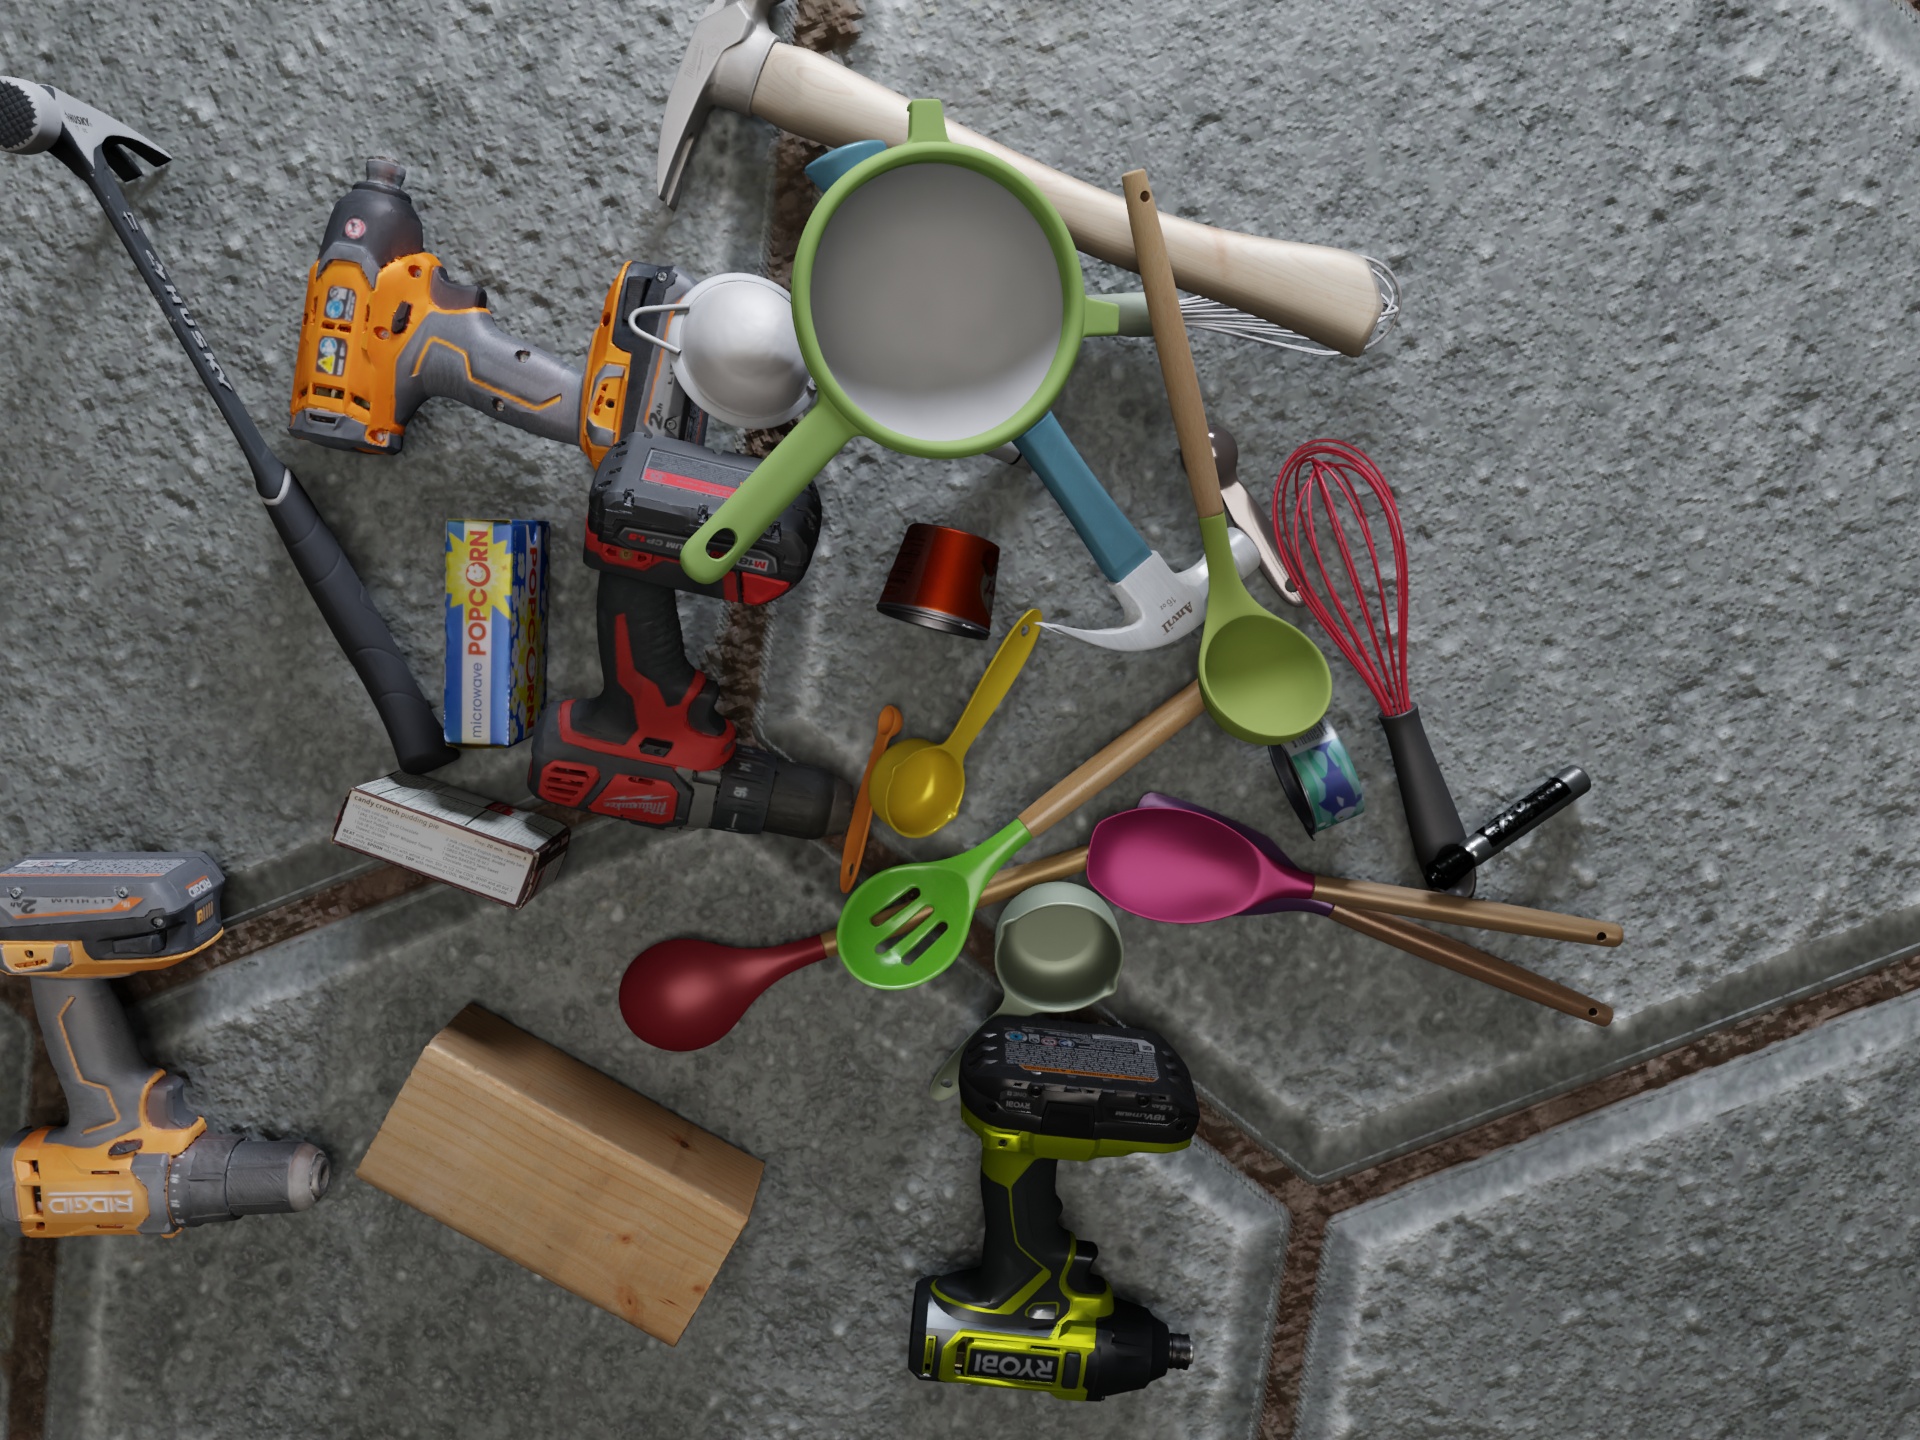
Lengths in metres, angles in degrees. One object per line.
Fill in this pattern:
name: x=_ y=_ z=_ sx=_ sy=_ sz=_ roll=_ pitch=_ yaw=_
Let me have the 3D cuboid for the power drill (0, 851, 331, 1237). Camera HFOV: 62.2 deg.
power drill: x=-0.471 y=0.195 z=0.931 sx=0.185 sy=0.084 sz=0.226 roll=0 pitch=100 yaw=-1

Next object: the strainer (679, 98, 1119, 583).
strainer: x=-0.053 y=-0.168 z=0.797 sx=0.151 sy=0.069 sz=0.256 roll=43 pitch=85 yaw=-20

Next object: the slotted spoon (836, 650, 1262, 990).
slotted spoon: x=0.060 y=0.049 z=0.934 sx=0.314 sy=0.031 sz=0.070 roll=-37 pitch=76 yaw=-4

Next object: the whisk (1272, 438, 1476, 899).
whisk: x=0.249 y=-0.023 z=0.930 sx=0.073 sy=0.073 sz=0.295 roll=-21 pitch=102 yaw=1

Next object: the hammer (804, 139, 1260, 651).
hammer: x=0.031 y=-0.175 z=0.877 sx=0.128 sy=0.033 sz=0.330 roll=-41 pitch=107 yaw=-10

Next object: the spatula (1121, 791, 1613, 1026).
spatula: x=0.247 y=0.124 z=0.962 sx=0.316 sy=0.018 sz=0.060 roll=21 pitch=95 yaw=-2

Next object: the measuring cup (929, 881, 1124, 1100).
measuring cup: x=0.031 y=0.164 z=0.959 sx=0.083 sy=0.038 sz=0.167 roll=32 pitch=112 yaw=-15

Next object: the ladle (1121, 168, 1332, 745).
ladle: x=0.137 y=-0.137 z=0.864 sx=0.078 sy=0.062 sz=0.320 roll=-22 pitch=108 yaw=-21

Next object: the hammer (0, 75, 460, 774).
hammer: x=-0.391 y=-0.149 z=0.887 sx=0.036 sy=0.149 sz=0.408 roll=-25 pitch=105 yaw=3

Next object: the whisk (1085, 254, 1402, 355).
whisk: x=0.128 y=-0.233 z=0.911 sx=0.246 sy=0.058 sz=0.059 roll=-2 pitch=123 yaw=4

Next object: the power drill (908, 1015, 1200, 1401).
power drill: x=0.065 y=0.296 z=0.939 sx=0.171 sy=0.080 sz=0.223 roll=6 pitch=108 yaw=-2

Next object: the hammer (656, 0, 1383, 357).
hammer: x=0.032 y=-0.284 z=0.880 sx=0.410 sy=0.038 sz=0.146 roll=24 pitch=97 yaw=5

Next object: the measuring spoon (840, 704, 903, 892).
measuring spoon: x=-0.053 y=0.048 z=0.951 sx=0.011 sy=0.021 sz=0.117 roll=11 pitch=97 yaw=-32

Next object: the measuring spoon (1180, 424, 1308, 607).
measuring spoon: x=0.171 y=-0.119 z=0.935 sx=0.034 sy=0.018 sz=0.124 roll=-33 pitch=96 yaw=2

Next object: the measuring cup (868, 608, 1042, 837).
measuring cup: x=-0.001 y=-0.003 z=0.941 sx=0.062 sy=0.029 sz=0.156 roll=40 pitch=79 yaw=-41

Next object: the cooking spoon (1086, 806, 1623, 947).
cooking spoon: x=0.233 y=0.103 z=0.942 sx=0.319 sy=0.017 sz=0.069 roll=9 pitch=97 yaw=1

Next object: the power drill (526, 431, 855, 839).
power drill: x=-0.134 y=-0.029 z=0.882 sx=0.188 sy=0.080 sz=0.226 roll=12 pitch=123 yaw=-9

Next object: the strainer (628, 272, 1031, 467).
strainer: x=-0.053 y=-0.183 z=0.875 sx=0.258 sy=0.050 sz=0.087 roll=15 pitch=77 yaw=-29

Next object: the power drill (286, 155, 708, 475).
power drill: x=-0.254 y=-0.220 z=0.890 sx=0.226 sy=0.084 sz=0.164 roll=9 pitch=94 yaw=2

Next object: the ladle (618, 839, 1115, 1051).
ladle: x=-0.057 y=0.128 z=0.956 sx=0.315 sy=0.031 sz=0.069 roll=-19 pitch=95 yaw=0
